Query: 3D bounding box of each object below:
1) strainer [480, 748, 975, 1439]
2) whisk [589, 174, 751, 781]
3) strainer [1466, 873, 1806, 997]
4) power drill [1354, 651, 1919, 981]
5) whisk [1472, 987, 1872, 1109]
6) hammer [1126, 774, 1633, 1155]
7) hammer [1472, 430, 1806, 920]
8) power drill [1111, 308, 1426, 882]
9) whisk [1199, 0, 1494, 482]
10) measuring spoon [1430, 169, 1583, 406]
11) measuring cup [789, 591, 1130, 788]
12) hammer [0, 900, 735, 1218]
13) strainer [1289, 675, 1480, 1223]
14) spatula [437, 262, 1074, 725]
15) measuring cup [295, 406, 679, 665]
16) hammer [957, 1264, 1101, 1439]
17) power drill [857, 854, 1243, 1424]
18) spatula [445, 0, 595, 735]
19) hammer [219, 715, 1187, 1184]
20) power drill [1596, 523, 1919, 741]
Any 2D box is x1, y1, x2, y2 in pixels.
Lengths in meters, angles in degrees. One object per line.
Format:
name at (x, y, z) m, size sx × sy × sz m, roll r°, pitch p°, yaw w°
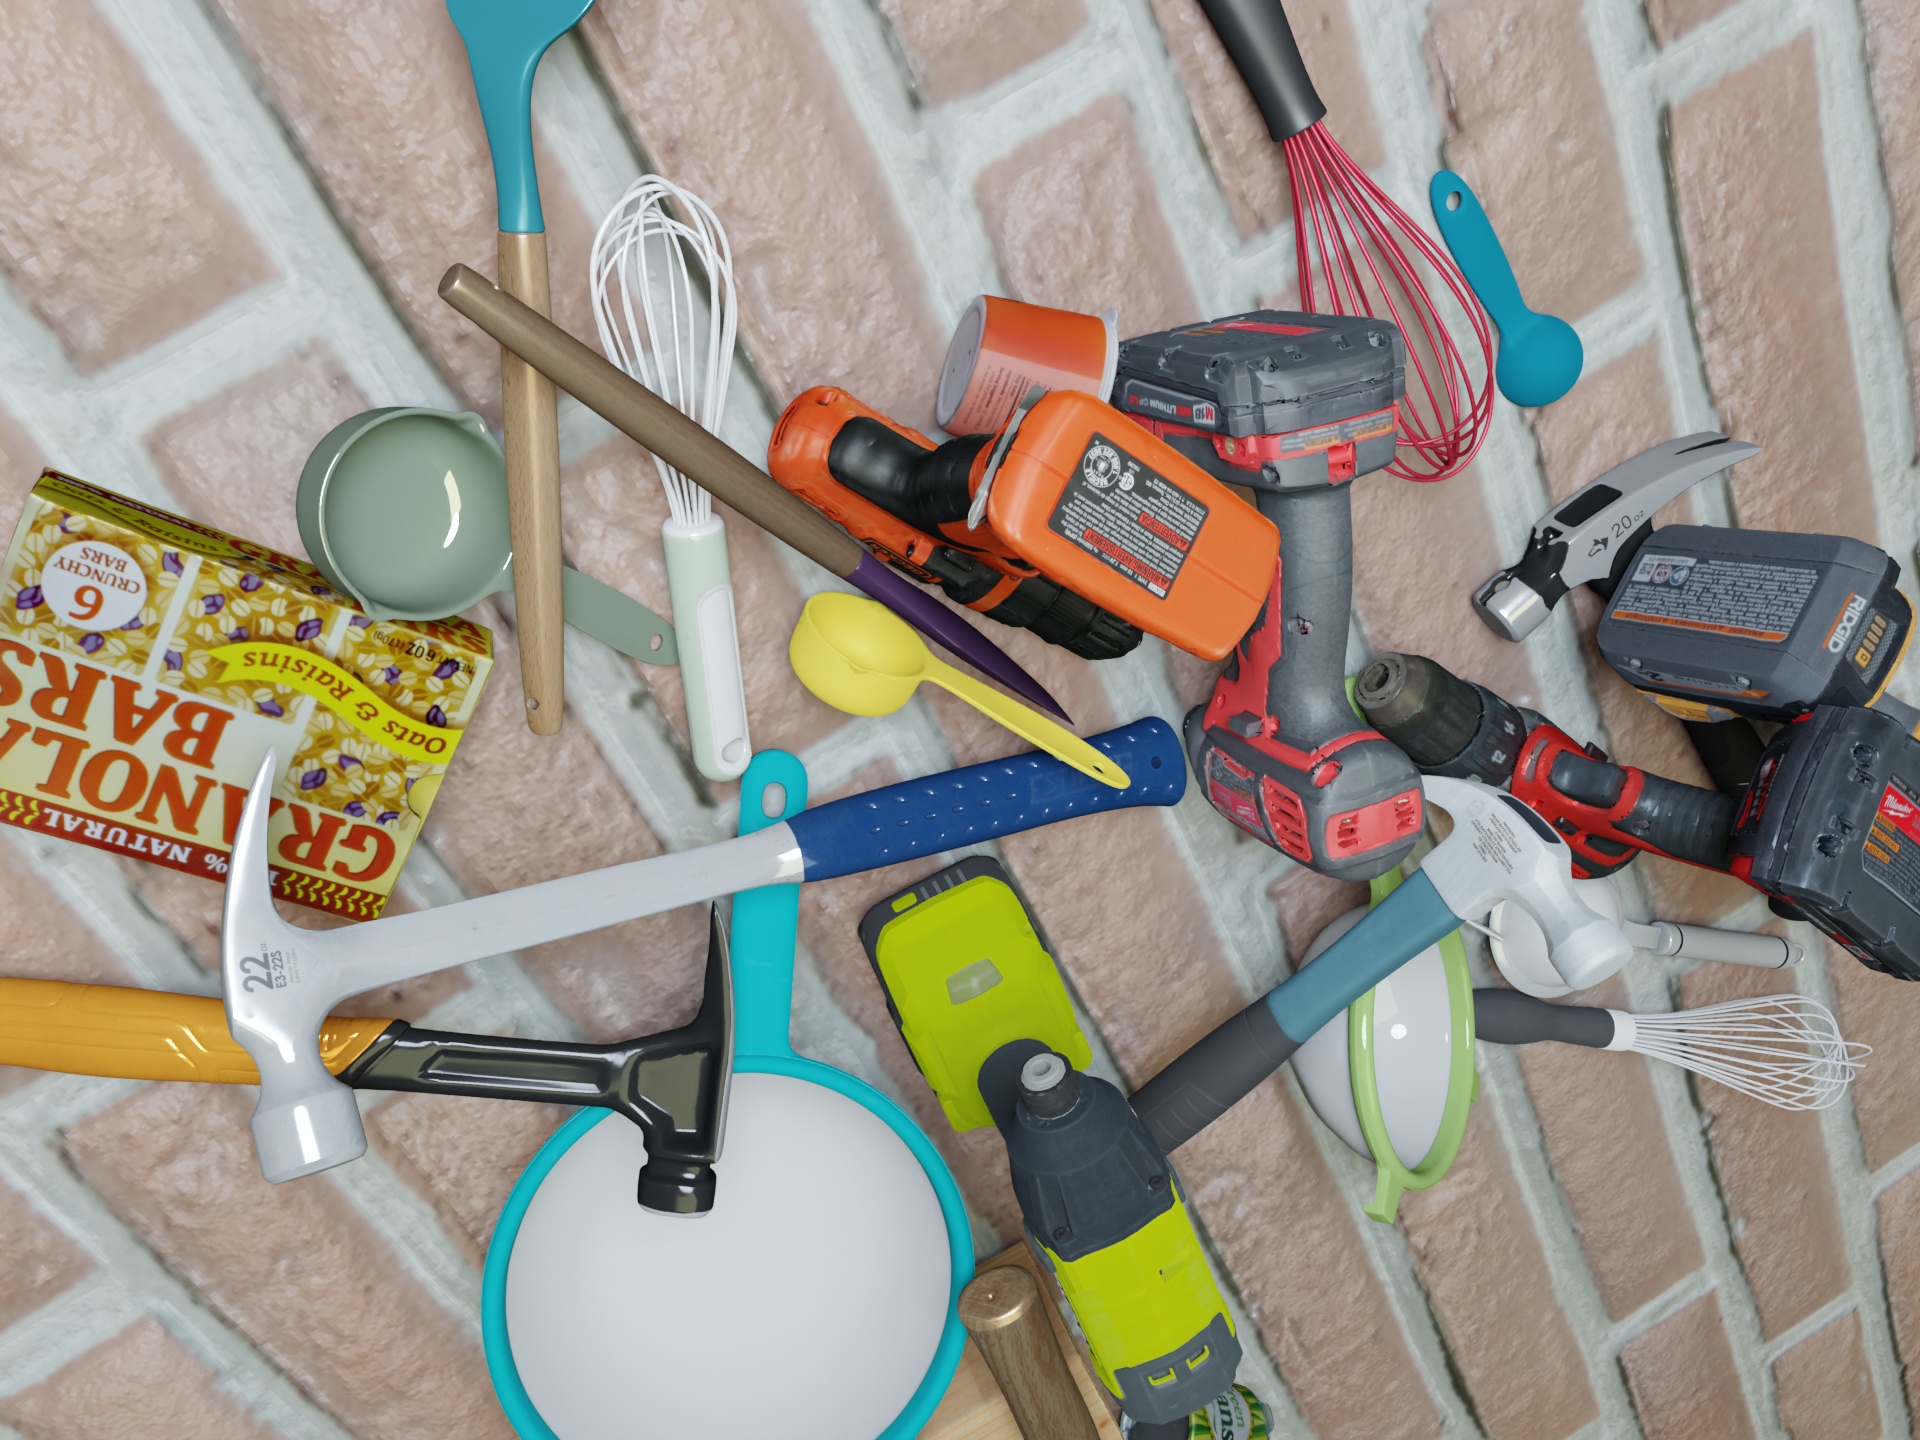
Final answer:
strainer at (-0.100, 0.181, 0.723) m, size 0.211 × 0.095 × 0.340 m, roll 4°, pitch 91°, yaw -11°
whisk at (-0.104, -0.083, 0.617) m, size 0.058 × 0.059 × 0.246 m, roll -28°, pitch 127°, yaw -38°
strainer at (0.388, 0.120, 0.885) m, size 0.258 × 0.050 × 0.087 m, roll 9°, pitch 95°, yaw -26°
power drill at (0.302, 0.029, 0.708) m, size 0.187 × 0.227 × 0.080 m, roll 30°, pitch 82°, yaw -30°
whisk at (0.398, 0.180, 0.909) m, size 0.284 × 0.070 × 0.070 m, roll 9°, pitch 110°, yaw -17°
hammer at (0.143, 0.146, 0.739) m, size 0.033 × 0.128 × 0.331 m, roll 8°, pitch 135°, yaw -43°
hammer at (0.401, -0.003, 0.836) m, size 0.146 × 0.035 × 0.334 m, roll -42°, pitch 120°, yaw 3°
power drill at (0.127, -0.053, 0.665) m, size 0.078 × 0.143 × 0.219 m, roll -16°, pitch 111°, yaw -17°
whisk at (0.144, -0.221, 0.638) m, size 0.073 × 0.073 × 0.295 m, roll -34°, pitch 113°, yaw -2°
measuring spoon at (0.243, -0.189, 0.703) m, size 0.042 × 0.021 × 0.128 m, roll -42°, pitch 121°, yaw 2°
measuring cup at (-0.001, -0.002, 0.666) m, size 0.156 × 0.062 × 0.029 m, roll 29°, pitch 118°, yaw -10°
hammer at (-0.258, 0.122, 0.628) m, size 0.336 × 0.034 × 0.127 m, roll 6°, pitch 89°, yaw -9°
strainer at (0.192, 0.105, 0.793) m, size 0.151 × 0.069 × 0.256 m, roll -24°, pitch 104°, yaw -53°
spatula at (-0.060, -0.073, 0.598) m, size 0.018 × 0.060 × 0.315 m, roll -50°, pitch 132°, yaw 8°
measuring cup at (-0.176, -0.060, 0.611) m, size 0.167 × 0.038 × 0.083 m, roll 32°, pitch 80°, yaw -46°
hammer at (0.055, 0.364, 0.768) m, size 0.130 × 0.031 × 0.331 m, roll -26°, pitch 128°, yaw -8°
power drill at (0.032, 0.157, 0.669) m, size 0.080 × 0.223 × 0.171 m, roll -26°, pitch 119°, yaw -7°
spatula at (-0.143, -0.144, 0.553) m, size 0.082 × 0.044 × 0.317 m, roll 13°, pitch 115°, yaw 20°
hammer at (-0.078, 0.049, 0.634) m, size 0.405 × 0.035 × 0.144 m, roll -12°, pitch 80°, yaw -31°
power drill at (0.427, 0.001, 0.721) m, size 0.226 × 0.185 × 0.084 m, roll 30°, pitch 87°, yaw -25°
